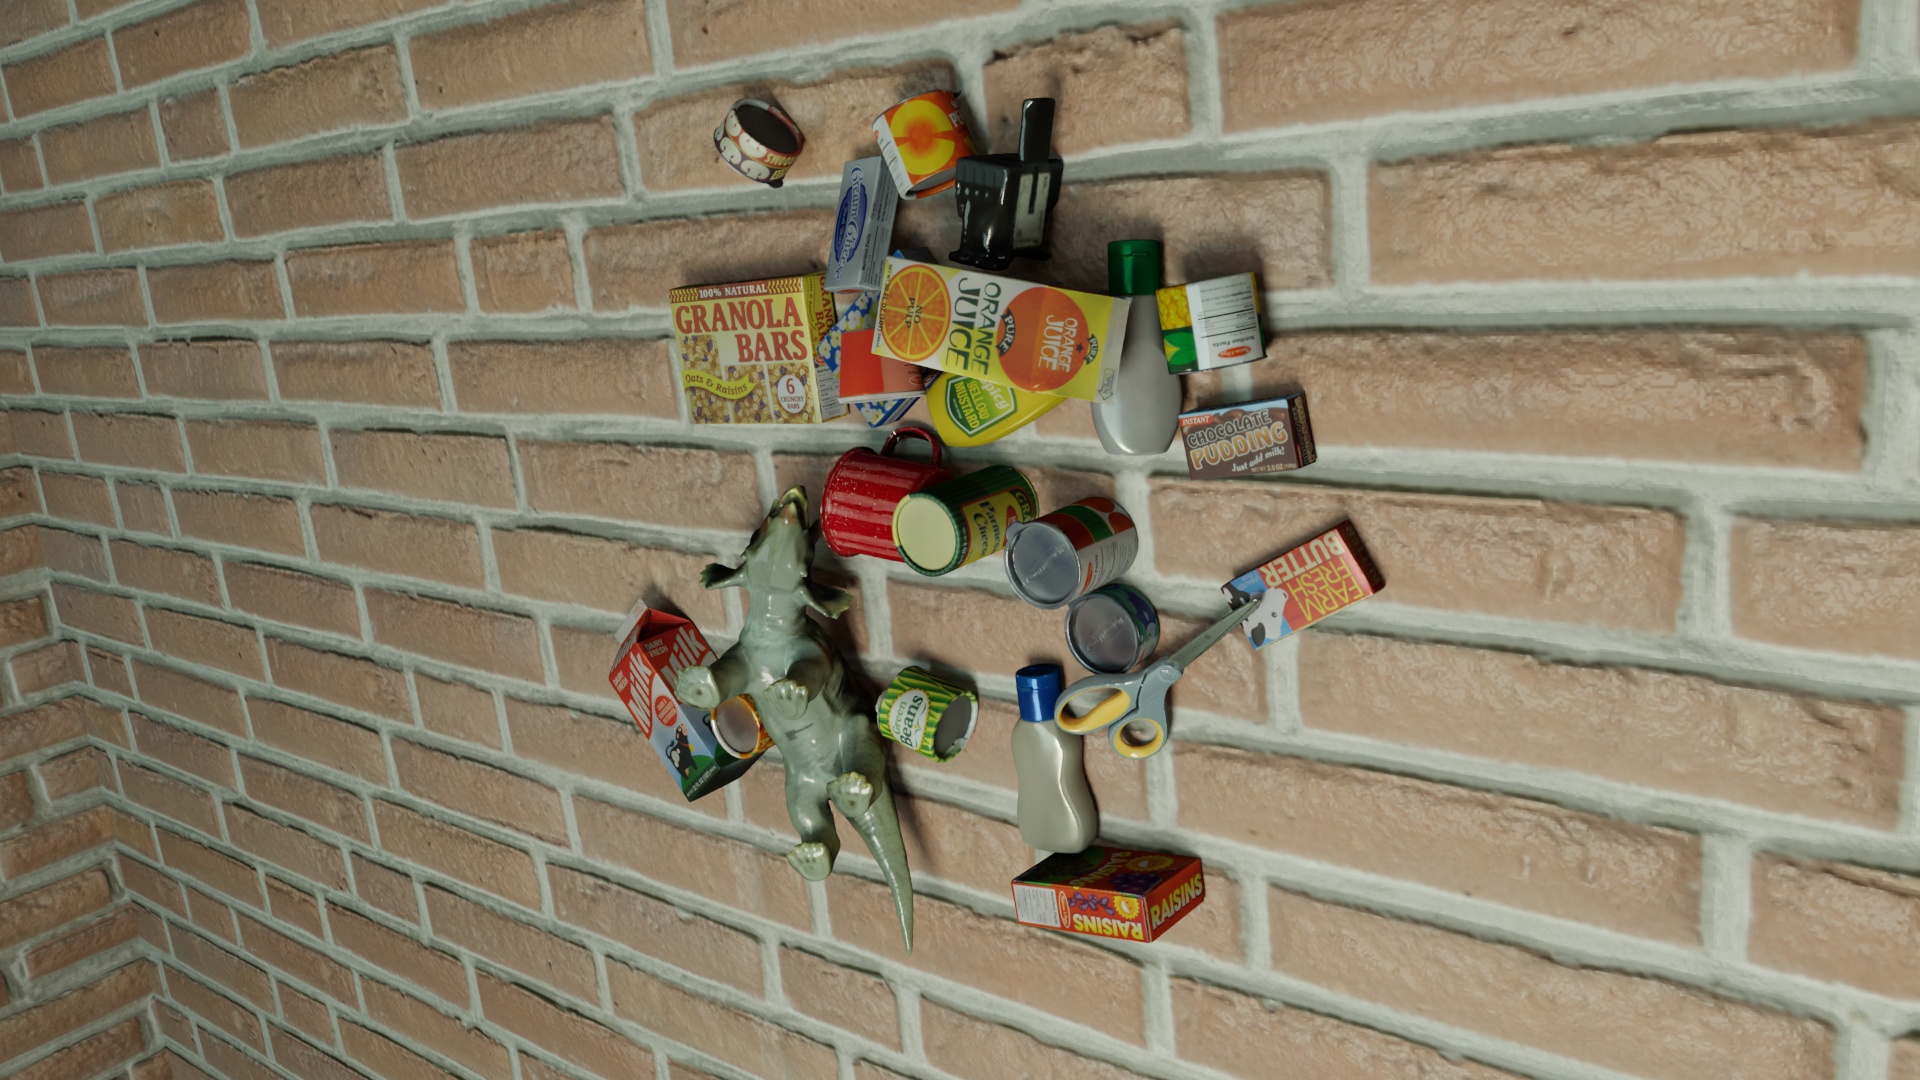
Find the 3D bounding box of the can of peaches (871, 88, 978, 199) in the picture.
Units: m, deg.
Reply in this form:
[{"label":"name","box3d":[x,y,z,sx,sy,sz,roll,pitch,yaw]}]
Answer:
[{"label":"can of peaches","box3d":[-0.022,-0.293,1.026,0.071,0.071,0.058,-22,90,40]}]

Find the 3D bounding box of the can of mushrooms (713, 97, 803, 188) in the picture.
[{"label":"can of mushrooms","box3d":[-0.162,-0.322,1.126,0.071,0.071,0.033,54,128,11]}]

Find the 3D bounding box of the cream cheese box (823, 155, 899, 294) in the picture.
[{"label":"cream cheese box","box3d":[-0.075,-0.244,1.080,0.053,0.024,0.103,9,89,52]}]

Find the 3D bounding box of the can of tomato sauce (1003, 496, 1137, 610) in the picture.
[{"label":"can of tomato sauce","box3d":[0.081,0.007,1.026,0.071,0.083,0.071,13,111,35]}]

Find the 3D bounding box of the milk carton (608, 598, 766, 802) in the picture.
[{"label":"milk carton","box3d":[-0.275,0.150,1.357,0.191,0.074,0.072,53,129,13]}]

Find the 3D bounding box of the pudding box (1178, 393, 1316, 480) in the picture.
[{"label":"pudding box","box3d":[0.195,-0.070,0.947,0.083,0.030,0.049,-5,100,39]}]

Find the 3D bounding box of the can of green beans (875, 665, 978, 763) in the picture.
[{"label":"can of green beans","box3d":[-0.027,0.146,1.165,0.058,0.071,0.071,21,116,32]}]

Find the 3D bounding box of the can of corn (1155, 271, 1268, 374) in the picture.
[{"label":"can of corn","box3d":[0.166,-0.145,0.925,0.071,0.071,0.058,-4,101,39]}]

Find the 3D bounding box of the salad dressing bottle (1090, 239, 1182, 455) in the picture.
[{"label":"salad dressing bottle","box3d":[0.122,-0.134,0.970,0.064,0.044,0.147,-2,98,-5]}]

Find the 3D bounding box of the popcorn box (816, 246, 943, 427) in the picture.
[{"label":"popcorn box","box3d":[-0.050,-0.160,1.106,0.126,0.038,0.085,-43,76,38]}]

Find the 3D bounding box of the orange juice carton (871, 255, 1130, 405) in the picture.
[{"label":"orange juice carton","box3d":[0.034,-0.146,0.963,0.193,0.073,0.071,19,105,38]}]

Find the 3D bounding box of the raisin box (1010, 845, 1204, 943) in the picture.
[{"label":"raisin box","box3d":[0.115,0.272,1.080,0.123,0.086,0.040,-3,97,39]}]

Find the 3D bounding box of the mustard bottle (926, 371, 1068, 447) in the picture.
[{"label":"mustard bottle","box3d":[0.046,-0.119,1.037,0.160,0.049,0.065,-21,93,40]}]

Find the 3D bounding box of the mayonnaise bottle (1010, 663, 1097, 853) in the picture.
[{"label":"mayonnaise bottle","box3d":[0.071,0.174,1.115,0.064,0.041,0.147,0,103,37]}]

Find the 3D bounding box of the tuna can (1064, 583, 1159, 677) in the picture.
[{"label":"tuna can","box3d":[0.113,0.065,1.052,0.071,0.033,0.070,13,111,35]}]

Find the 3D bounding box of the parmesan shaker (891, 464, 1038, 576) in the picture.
[{"label":"parmesan shaker","box3d":[0.004,-0.013,1.067,0.071,0.103,0.071,13,112,35]}]

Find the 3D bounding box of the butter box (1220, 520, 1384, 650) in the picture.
[{"label":"butter box","box3d":[0.234,0.032,0.952,0.103,0.024,0.053,-34,83,40]}]

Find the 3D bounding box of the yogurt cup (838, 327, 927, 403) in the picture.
[{"label":"yogurt cup","box3d":[-0.061,-0.134,1.056,0.072,0.072,0.054,-1,96,38]}]

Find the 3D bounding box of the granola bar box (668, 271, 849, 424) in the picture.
[{"label":"granola bar box","box3d":[-0.176,-0.164,1.203,0.165,0.039,0.124,3,106,38]}]

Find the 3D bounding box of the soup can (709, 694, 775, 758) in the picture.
[{"label":"soup can","box3d":[-0.176,0.154,1.274,0.071,0.084,0.071,12,111,35]}]
